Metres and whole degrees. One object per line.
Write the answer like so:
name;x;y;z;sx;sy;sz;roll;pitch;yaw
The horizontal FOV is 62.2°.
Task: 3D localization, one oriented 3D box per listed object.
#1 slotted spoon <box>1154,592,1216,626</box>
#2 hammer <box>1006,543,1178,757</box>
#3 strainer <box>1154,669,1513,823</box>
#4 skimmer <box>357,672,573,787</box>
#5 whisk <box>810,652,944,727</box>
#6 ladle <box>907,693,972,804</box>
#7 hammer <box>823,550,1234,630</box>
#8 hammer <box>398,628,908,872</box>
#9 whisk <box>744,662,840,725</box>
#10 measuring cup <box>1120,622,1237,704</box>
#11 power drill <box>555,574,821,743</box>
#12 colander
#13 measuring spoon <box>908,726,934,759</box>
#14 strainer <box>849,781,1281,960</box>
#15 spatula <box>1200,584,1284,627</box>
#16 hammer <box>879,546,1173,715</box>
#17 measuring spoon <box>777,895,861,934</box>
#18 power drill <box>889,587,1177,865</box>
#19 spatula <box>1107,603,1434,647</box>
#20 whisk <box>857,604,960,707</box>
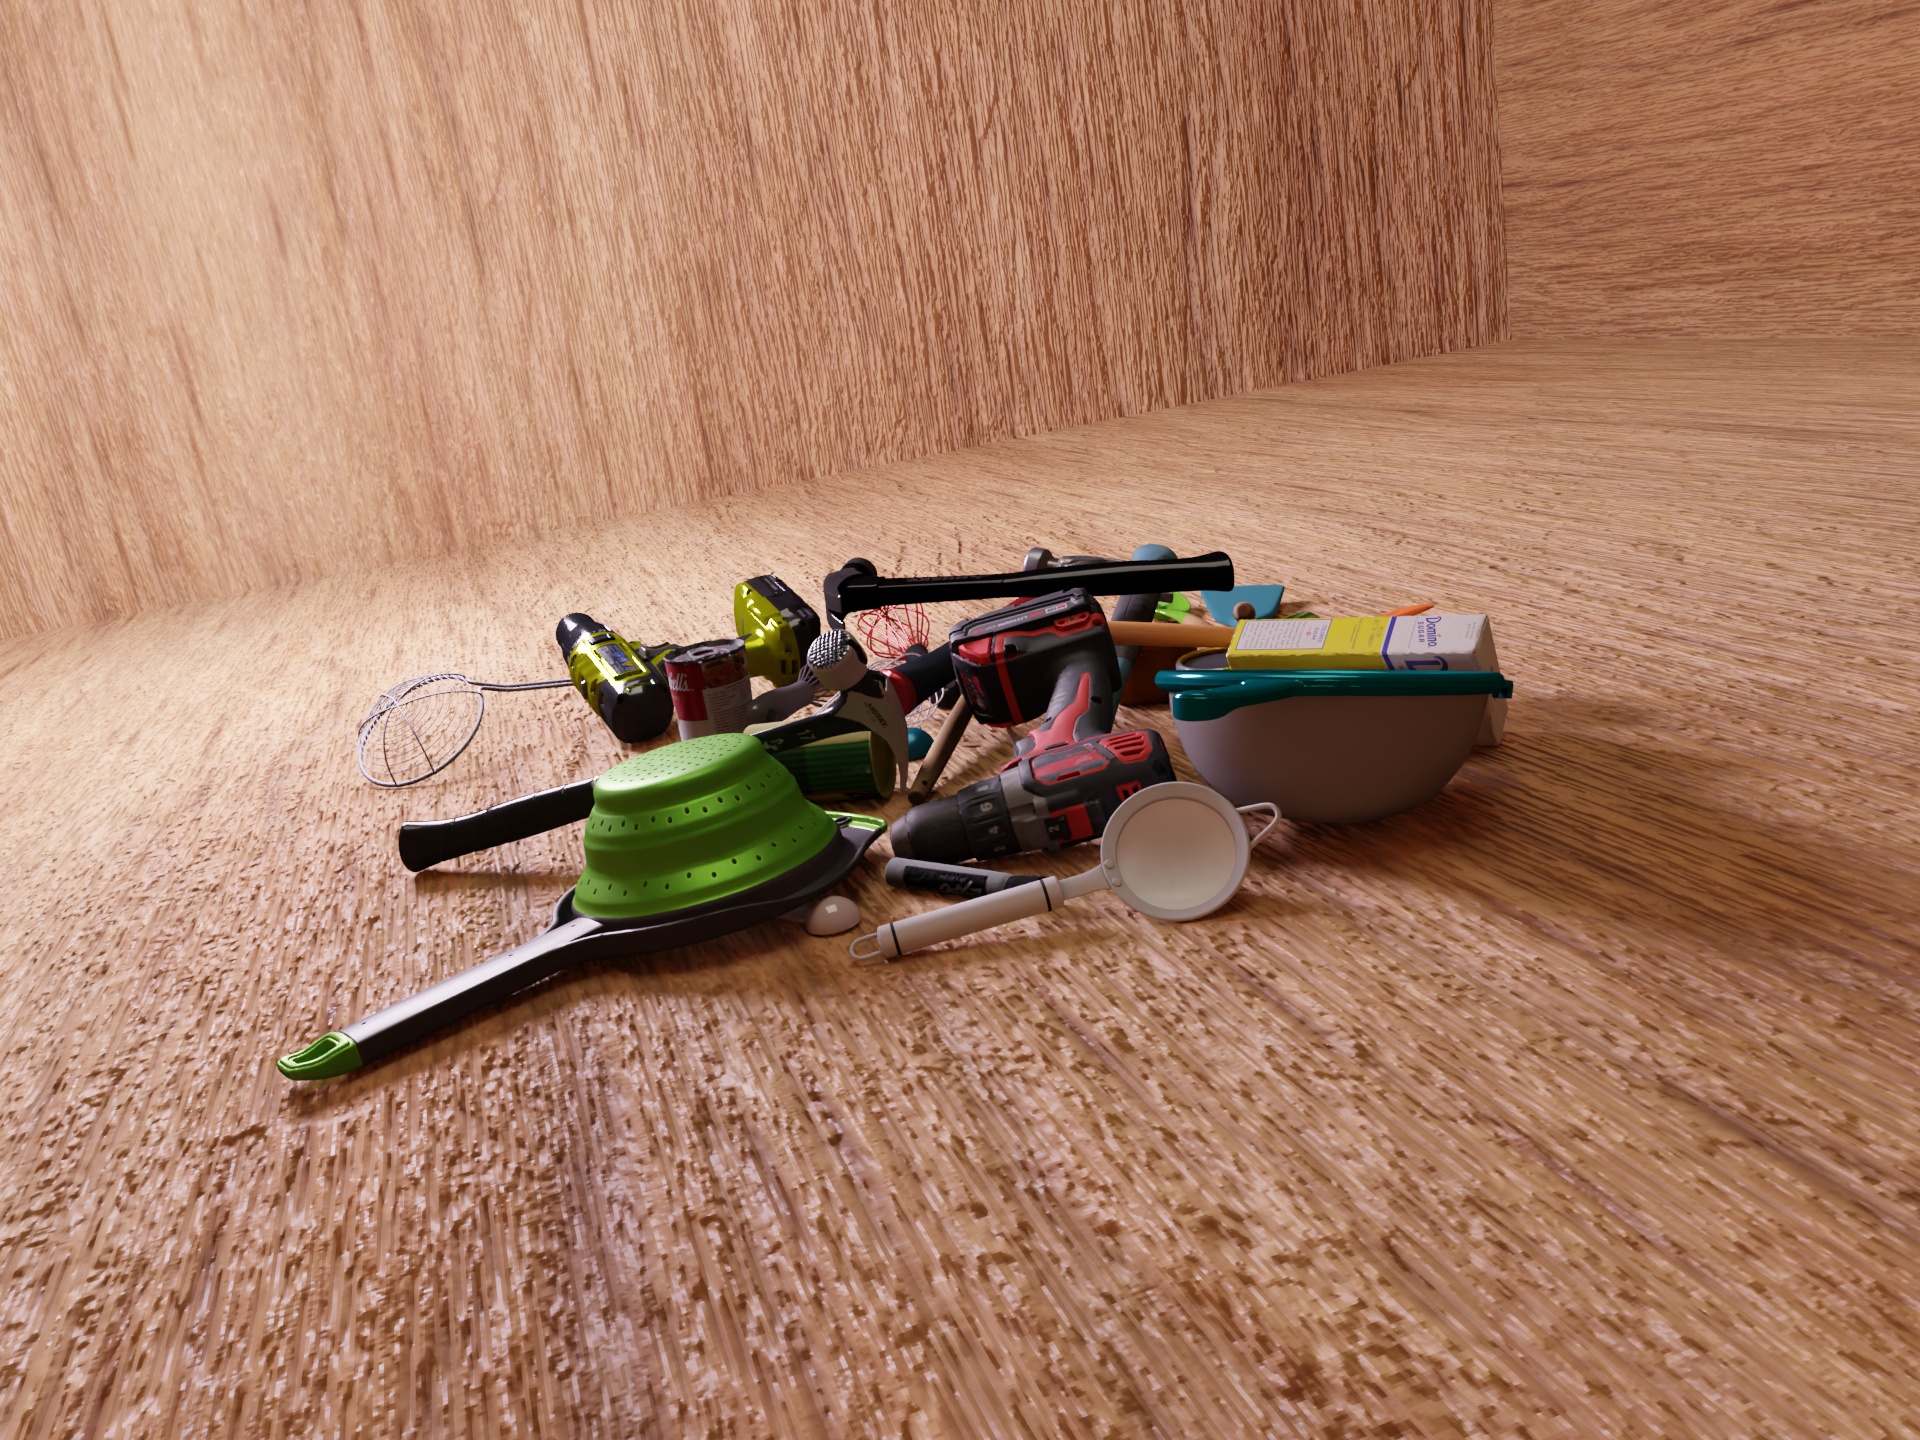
slotted spoon;0.221;-0.086;1.481;0.070;0.031;0.314;3;15;-14
hammer;0.125;-0.049;1.250;0.128;0.033;0.331;-6;32;23
strainer;0.196;0.019;0.932;0.211;0.095;0.340;2;4;29
skimmer;-0.400;-0.009;1.551;0.363;0.090;0.127;-9;33;-41
whisk;-0.126;0.014;1.291;0.284;0.070;0.070;-28;24;-37
ladle;-0.002;-0.004;1.302;0.062;0.078;0.320;-49;6;29
hammer;0.051;-0.109;1.281;0.335;0.035;0.146;-2;19;10
hammer;-0.227;0.045;1.131;0.409;0.149;0.036;-16;49;17
whisk;-0.136;-0.026;1.378;0.055;0.055;0.239;-5;9;15
measuring cup;0.198;-0.049;1.326;0.173;0.052;0.095;-4;17;12
power drill;-0.265;-0.069;1.534;0.228;0.080;0.191;-17;38;-27
colander;-0.230;0.094;0.972;0.397;0.094;0.204;-24;17;-37
measuring spoon;-0.081;0.027;1.270;0.128;0.021;0.042;-14;17;-21
strainer;0.060;0.097;0.920;0.258;0.050;0.087;-16;60;-4
spatula;0.254;-0.105;1.430;0.082;0.044;0.317;-2;2;10
hammer;0.051;-0.075;1.314;0.143;0.038;0.386;11;24;24
measuring spoon;-0.112;0.113;0.999;0.124;0.018;0.034;6;22;42
power drill;0.040;0.012;1.092;0.188;0.080;0.227;-16;33;5
spatula;0.184;-0.072;1.188;0.322;0.041;0.081;2;4;6
whisk;-0.046;-0.069;1.526;0.073;0.073;0.296;-12;22;-10
